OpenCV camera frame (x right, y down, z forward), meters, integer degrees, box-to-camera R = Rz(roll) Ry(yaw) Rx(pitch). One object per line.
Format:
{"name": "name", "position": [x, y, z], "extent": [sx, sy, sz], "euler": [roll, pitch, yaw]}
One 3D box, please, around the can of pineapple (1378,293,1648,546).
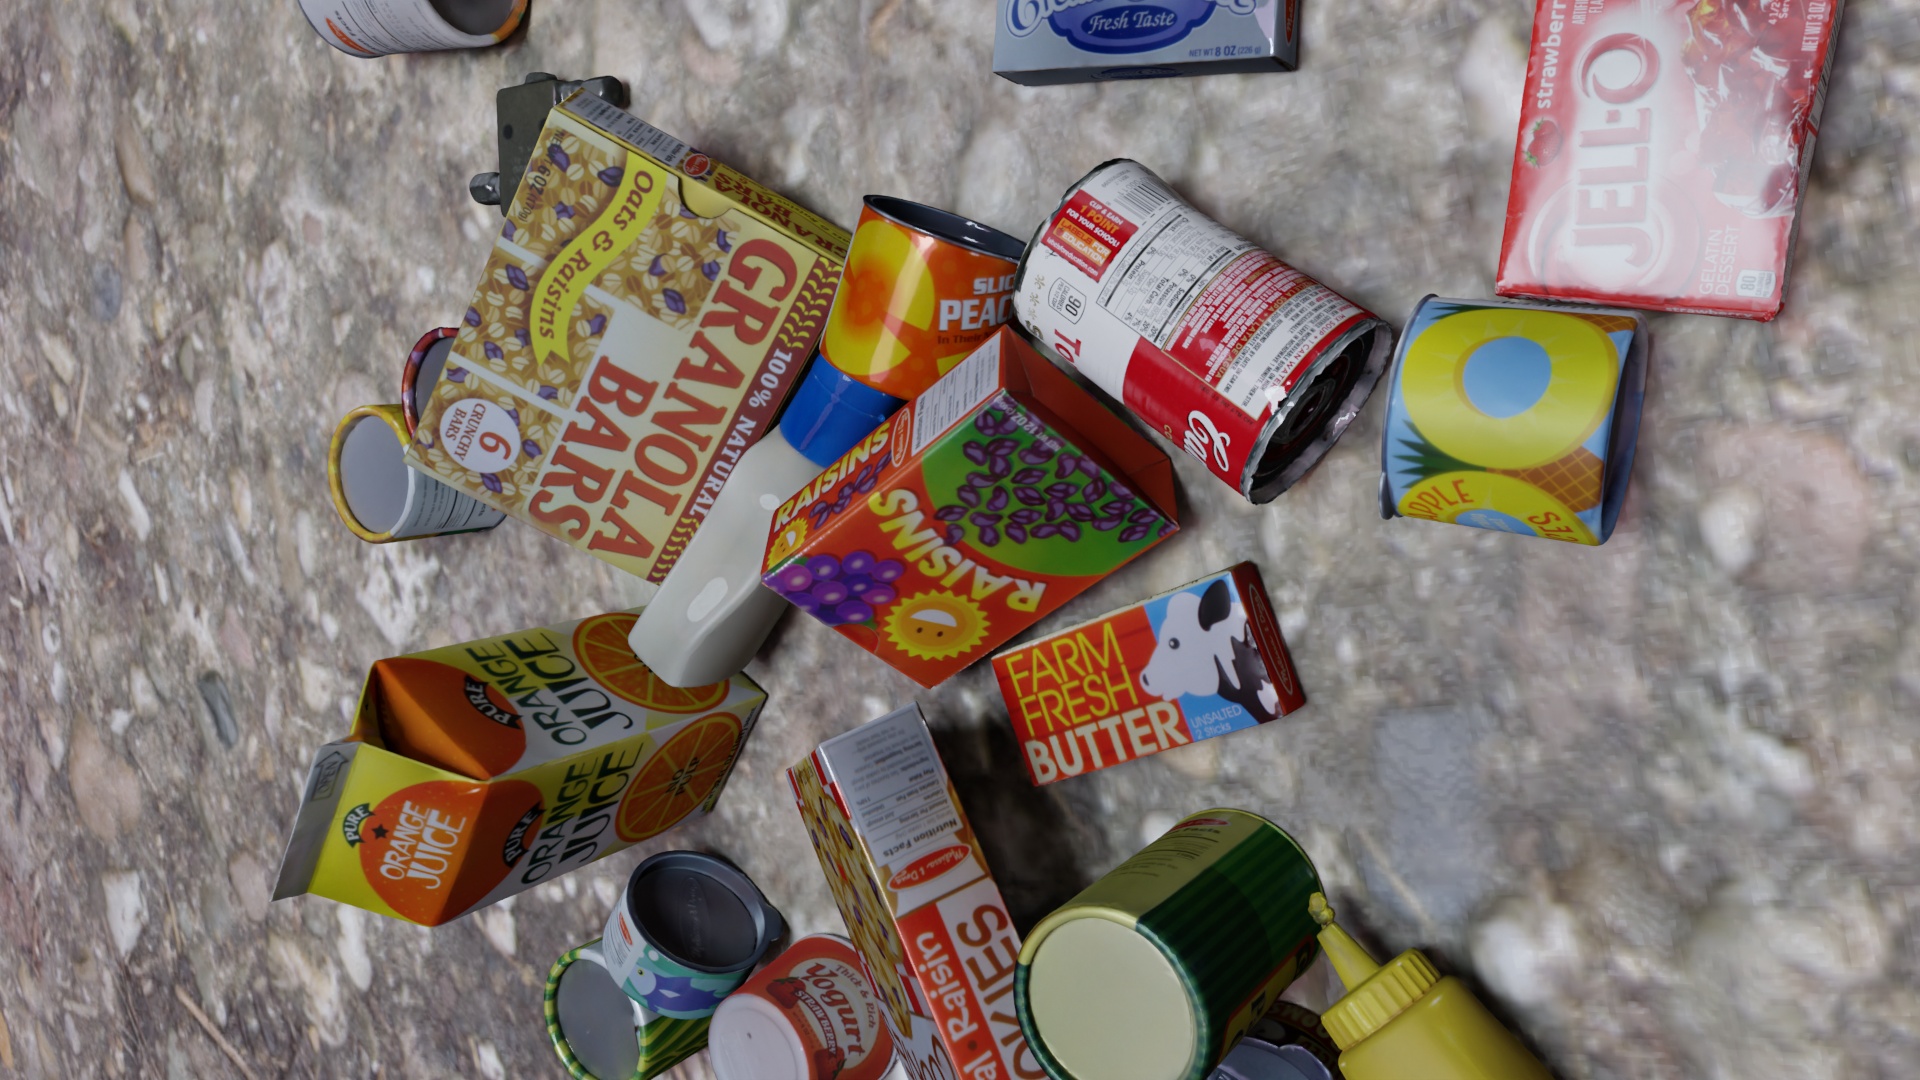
{"name": "can of pineapple", "position": [0.157, -0.033, 0.394], "extent": [0.058, 0.071, 0.071], "euler": [11, 102, 31]}

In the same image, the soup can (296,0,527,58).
{"name": "soup can", "position": [-0.247, -0.258, 0.628], "extent": [0.084, 0.071, 0.071], "euler": [8, 101, 31]}

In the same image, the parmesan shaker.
{"name": "parmesan shaker", "position": [0.068, 0.134, 0.450], "extent": [0.071, 0.103, 0.071], "euler": [5, 99, 32]}

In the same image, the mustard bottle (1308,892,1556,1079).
{"name": "mustard bottle", "position": [0.157, 0.178, 0.425], "extent": [0.048, 0.065, 0.160], "euler": [-46, 66, 23]}

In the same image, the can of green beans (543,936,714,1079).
{"name": "can of green beans", "position": [-0.143, 0.205, 0.622], "extent": [0.071, 0.058, 0.071], "euler": [5, 99, 32]}

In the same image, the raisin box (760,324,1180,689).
{"name": "raisin box", "position": [0.002, -0.006, 0.487], "extent": [0.123, 0.086, 0.040], "euler": [-35, 35, 31]}

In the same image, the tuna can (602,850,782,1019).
{"name": "tuna can", "position": [-0.115, 0.169, 0.598], "extent": [0.071, 0.071, 0.032], "euler": [42, 117, 22]}

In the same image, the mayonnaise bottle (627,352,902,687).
{"name": "mayonnaise bottle", "position": [-0.074, -0.009, 0.551], "extent": [0.041, 0.065, 0.147], "euler": [40, 112, 15]}

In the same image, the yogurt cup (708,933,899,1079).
{"name": "yogurt cup", "position": [-0.067, 0.204, 0.575], "extent": [0.072, 0.054, 0.072], "euler": [5, 99, 33]}

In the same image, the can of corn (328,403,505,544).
{"name": "can of corn", "position": [-0.260, -0.034, 0.668], "extent": [0.071, 0.058, 0.071], "euler": [4, 98, 32]}

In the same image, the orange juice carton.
{"name": "orange juice carton", "position": [-0.173, 0.086, 0.546], "extent": [0.073, 0.193, 0.071], "euler": [37, 114, 22]}

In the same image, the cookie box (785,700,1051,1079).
{"name": "cookie box", "position": [-0.010, 0.149, 0.500], "extent": [0.167, 0.040, 0.122], "euler": [66, 163, 8]}

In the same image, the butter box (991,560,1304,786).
{"name": "butter box", "position": [0.064, 0.049, 0.490], "extent": [0.103, 0.024, 0.053], "euler": [-23, 83, 32]}

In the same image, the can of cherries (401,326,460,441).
{"name": "can of cherries", "position": [-0.209, -0.067, 0.631], "extent": [0.071, 0.058, 0.071], "euler": [5, 99, 32]}

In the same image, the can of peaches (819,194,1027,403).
{"name": "can of peaches", "position": [-0.010, -0.084, 0.495], "extent": [0.071, 0.071, 0.057], "euler": [30, 112, 26]}

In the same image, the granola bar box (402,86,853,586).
{"name": "granola bar box", "position": [-0.131, -0.074, 0.554], "extent": [0.124, 0.039, 0.164], "euler": [27, 115, -12]}

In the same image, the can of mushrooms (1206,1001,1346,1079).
{"name": "can of mushrooms", "position": [0.107, 0.193, 0.474], "extent": [0.071, 0.033, 0.071], "euler": [5, 98, 33]}

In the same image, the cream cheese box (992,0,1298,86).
{"name": "cream cheese box", "position": [0.061, -0.183, 0.463], "extent": [0.104, 0.024, 0.053], "euler": [8, 99, 32]}
